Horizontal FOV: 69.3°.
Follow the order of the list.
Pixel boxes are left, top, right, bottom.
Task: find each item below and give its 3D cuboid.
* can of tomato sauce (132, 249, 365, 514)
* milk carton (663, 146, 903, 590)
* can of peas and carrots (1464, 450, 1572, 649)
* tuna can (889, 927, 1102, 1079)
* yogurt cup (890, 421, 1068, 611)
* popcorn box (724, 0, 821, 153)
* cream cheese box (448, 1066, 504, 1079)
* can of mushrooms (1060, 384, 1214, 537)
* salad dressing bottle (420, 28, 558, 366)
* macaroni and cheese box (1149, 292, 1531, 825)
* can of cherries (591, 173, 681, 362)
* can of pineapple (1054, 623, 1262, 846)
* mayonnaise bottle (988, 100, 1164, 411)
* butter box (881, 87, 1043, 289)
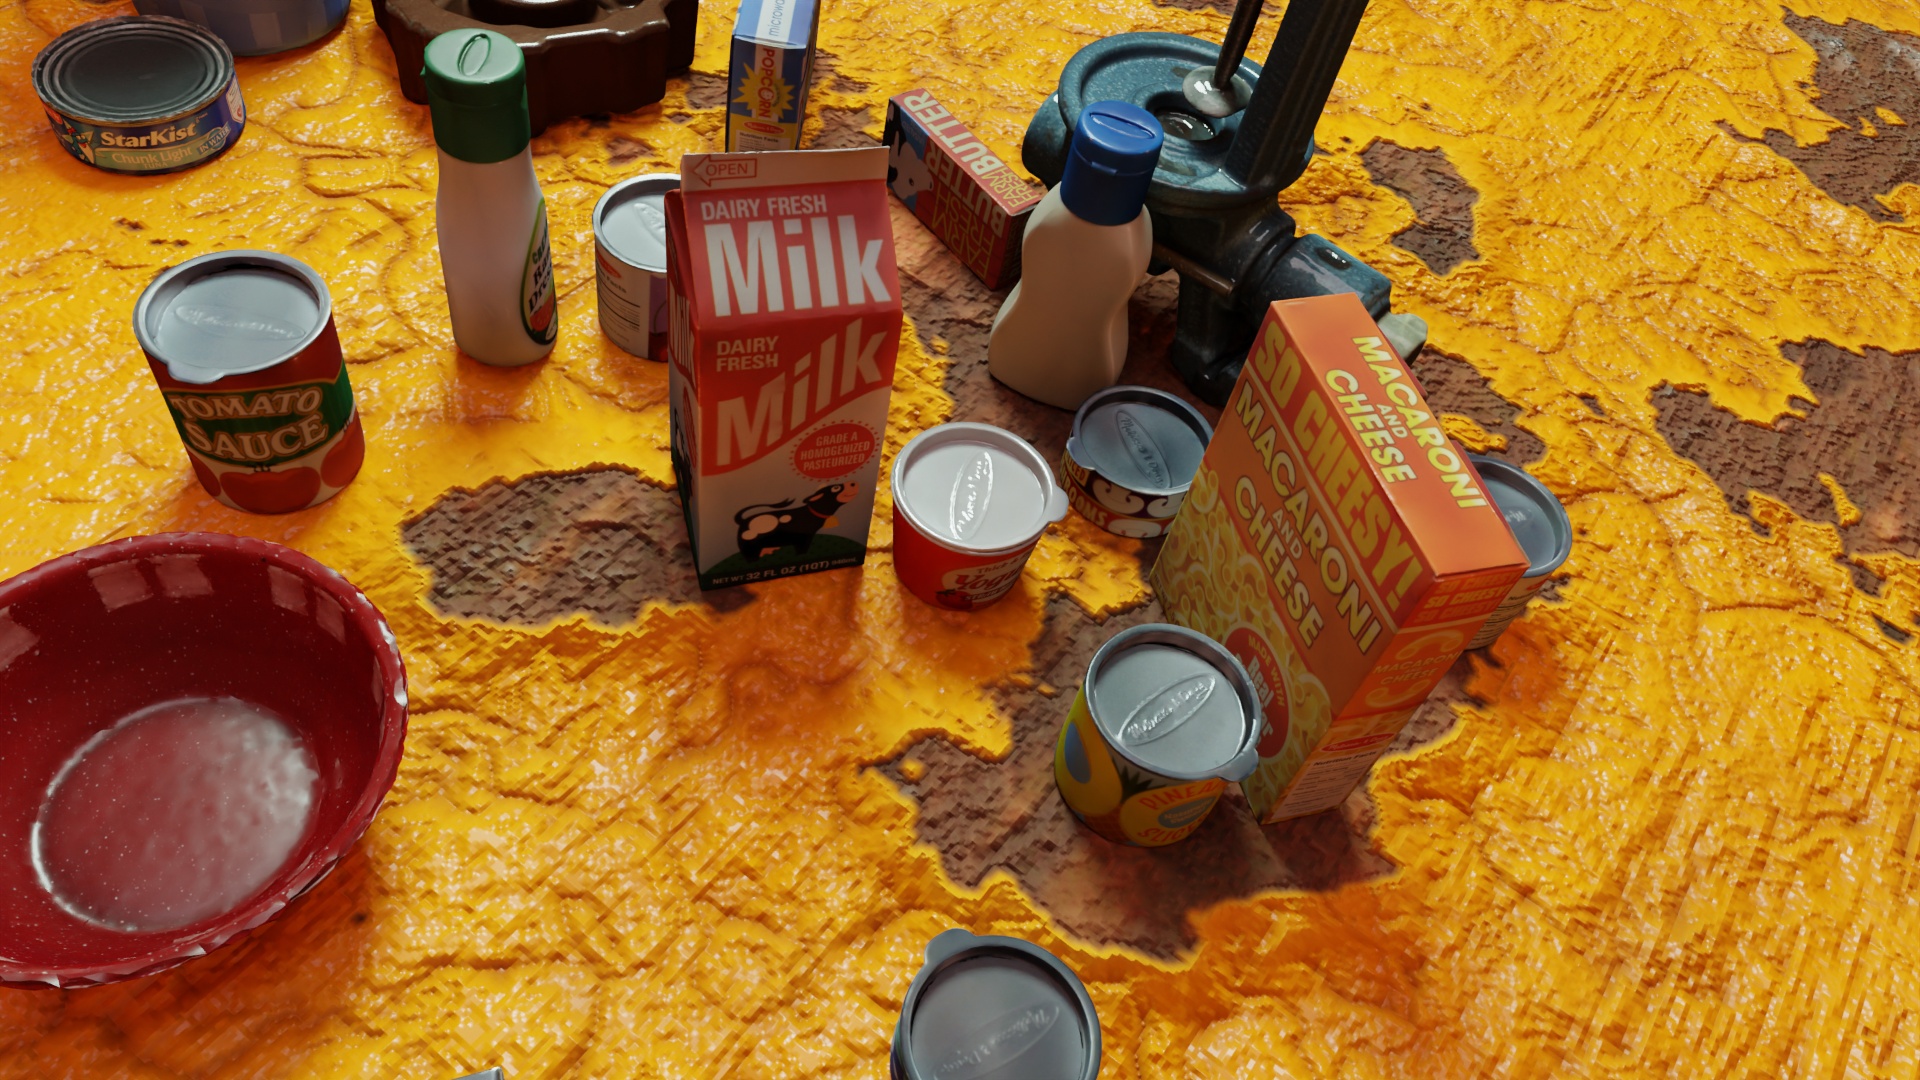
[{"bbox_3d":[-0.274,-0.059,0.542,0.071,0.082,0.071,6,52,-7],"label":"can of tomato sauce"},{"bbox_3d":[-0.070,-0.069,0.522,0.072,0.189,0.074,-8,55,-17],"label":"milk carton"},{"bbox_3d":[0.221,0.004,0.609,0.071,0.058,0.071,6,52,-7],"label":"can of peas and carrots"},{"bbox_3d":[0.009,0.165,0.456,0.071,0.032,0.071,6,52,-7],"label":"tuna can"},{"bbox_3d":[0.002,-0.007,0.576,0.072,0.053,0.073,6,52,-7],"label":"yogurt cup"},{"bbox_3d":[-0.097,-0.263,0.736,0.038,0.084,0.127,7,51,-6],"label":"popcorn box"},{"bbox_3d":[-0.179,0.181,0.392,0.104,0.053,0.024,-9,55,-18],"label":"cream cheese box"},{"bbox_3d":[0.078,-0.036,0.627,0.071,0.033,0.071,6,52,-7],"label":"can of mushrooms"},{"bbox_3d":[-0.195,-0.138,0.579,0.044,0.146,0.064,7,52,-6],"label":"salad dressing bottle"},{"bbox_3d":[0.129,0.011,0.516,0.040,0.165,0.124,-8,55,-17],"label":"macaroni and cheese box"},{"bbox_3d":[-0.132,-0.125,0.639,0.071,0.058,0.072,6,52,-7],"label":"can of cherries"},{"bbox_3d":[0.073,0.076,0.523,0.071,0.057,0.071,6,52,-7],"label":"can of pineapple"},{"bbox_3d":[0.054,-0.123,0.618,0.065,0.147,0.041,22,52,6],"label":"mayonnaise bottle"},{"bbox_3d":[-0.001,-0.180,0.712,0.024,0.052,0.104,-28,62,-28],"label":"butter box"}]
